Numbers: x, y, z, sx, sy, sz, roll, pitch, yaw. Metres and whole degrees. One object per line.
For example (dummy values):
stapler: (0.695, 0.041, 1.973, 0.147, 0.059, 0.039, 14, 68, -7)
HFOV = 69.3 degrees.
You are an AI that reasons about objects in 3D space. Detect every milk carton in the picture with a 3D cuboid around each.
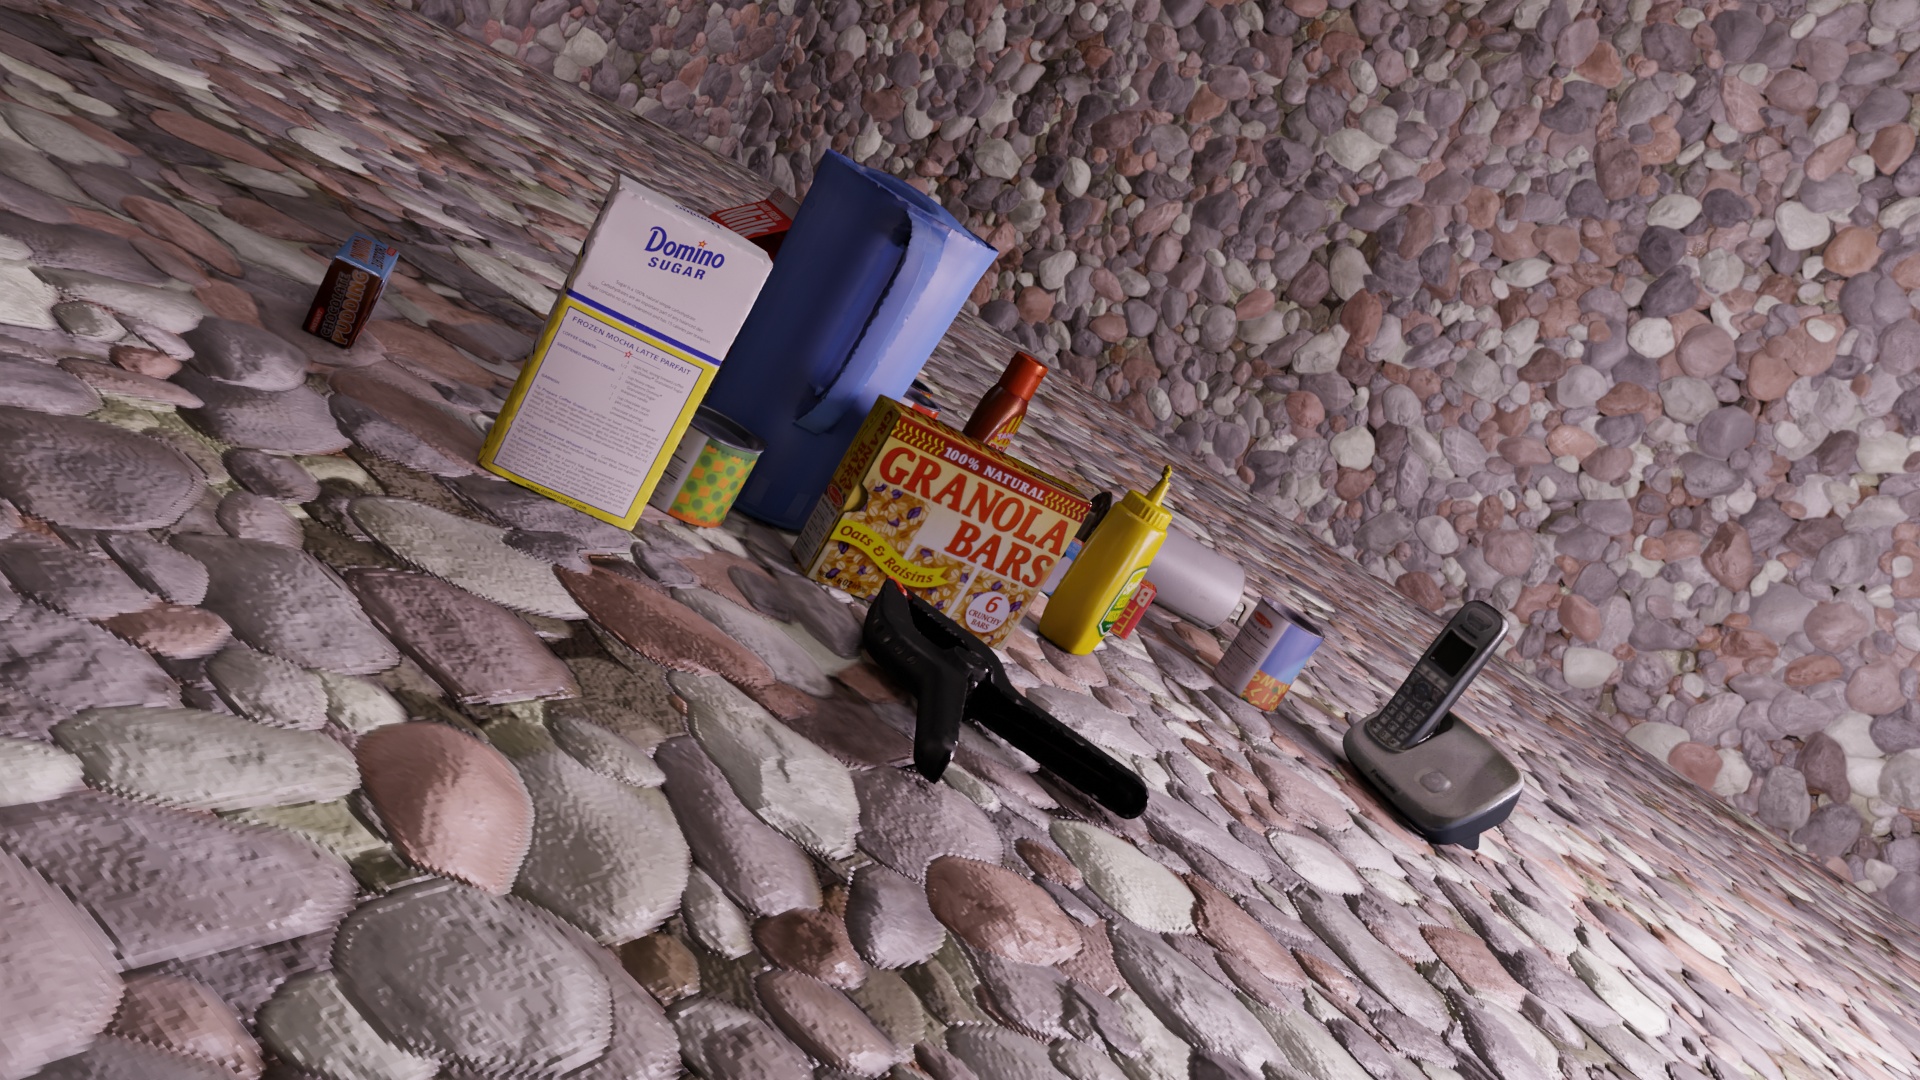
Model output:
milk carton: (-0.169, -0.168, 1.021, 0.073, 0.190, 0.072, 22, 15, -36)

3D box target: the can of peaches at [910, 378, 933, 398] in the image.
can of peaches: (-0.073, -0.147, 1.458, 0.071, 0.058, 0.071, 29, 13, -7)

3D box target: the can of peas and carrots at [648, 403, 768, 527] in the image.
can of peas and carrots: (-0.165, -0.049, 0.877, 0.071, 0.058, 0.071, 29, 13, -7)

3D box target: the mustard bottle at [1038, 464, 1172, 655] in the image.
mustard bottle: (0.119, 0.013, 1.060, 0.049, 0.160, 0.065, 35, 13, 18)

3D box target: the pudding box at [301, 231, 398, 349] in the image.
pudding box: (-0.365, -0.152, 0.835, 0.030, 0.049, 0.084, 26, 14, -23)

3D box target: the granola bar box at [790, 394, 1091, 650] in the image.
granola bar box: (-0.011, -0.008, 0.926, 0.165, 0.124, 0.039, 23, 15, -32)

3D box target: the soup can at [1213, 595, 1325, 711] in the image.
soup can: (0.279, 0.103, 1.252, 0.071, 0.083, 0.071, 29, 13, -7)

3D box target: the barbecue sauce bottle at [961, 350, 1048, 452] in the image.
barbecue sauce bottle: (0.033, -0.116, 1.376, 0.044, 0.148, 0.065, 36, 13, 22)

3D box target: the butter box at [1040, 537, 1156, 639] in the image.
butter box: (0.111, 0.037, 1.191, 0.103, 0.053, 0.024, 31, 12, -1)

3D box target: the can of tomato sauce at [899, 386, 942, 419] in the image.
can of tomato sauce: (-0.065, -0.096, 1.227, 0.071, 0.083, 0.071, 29, 13, -7)
